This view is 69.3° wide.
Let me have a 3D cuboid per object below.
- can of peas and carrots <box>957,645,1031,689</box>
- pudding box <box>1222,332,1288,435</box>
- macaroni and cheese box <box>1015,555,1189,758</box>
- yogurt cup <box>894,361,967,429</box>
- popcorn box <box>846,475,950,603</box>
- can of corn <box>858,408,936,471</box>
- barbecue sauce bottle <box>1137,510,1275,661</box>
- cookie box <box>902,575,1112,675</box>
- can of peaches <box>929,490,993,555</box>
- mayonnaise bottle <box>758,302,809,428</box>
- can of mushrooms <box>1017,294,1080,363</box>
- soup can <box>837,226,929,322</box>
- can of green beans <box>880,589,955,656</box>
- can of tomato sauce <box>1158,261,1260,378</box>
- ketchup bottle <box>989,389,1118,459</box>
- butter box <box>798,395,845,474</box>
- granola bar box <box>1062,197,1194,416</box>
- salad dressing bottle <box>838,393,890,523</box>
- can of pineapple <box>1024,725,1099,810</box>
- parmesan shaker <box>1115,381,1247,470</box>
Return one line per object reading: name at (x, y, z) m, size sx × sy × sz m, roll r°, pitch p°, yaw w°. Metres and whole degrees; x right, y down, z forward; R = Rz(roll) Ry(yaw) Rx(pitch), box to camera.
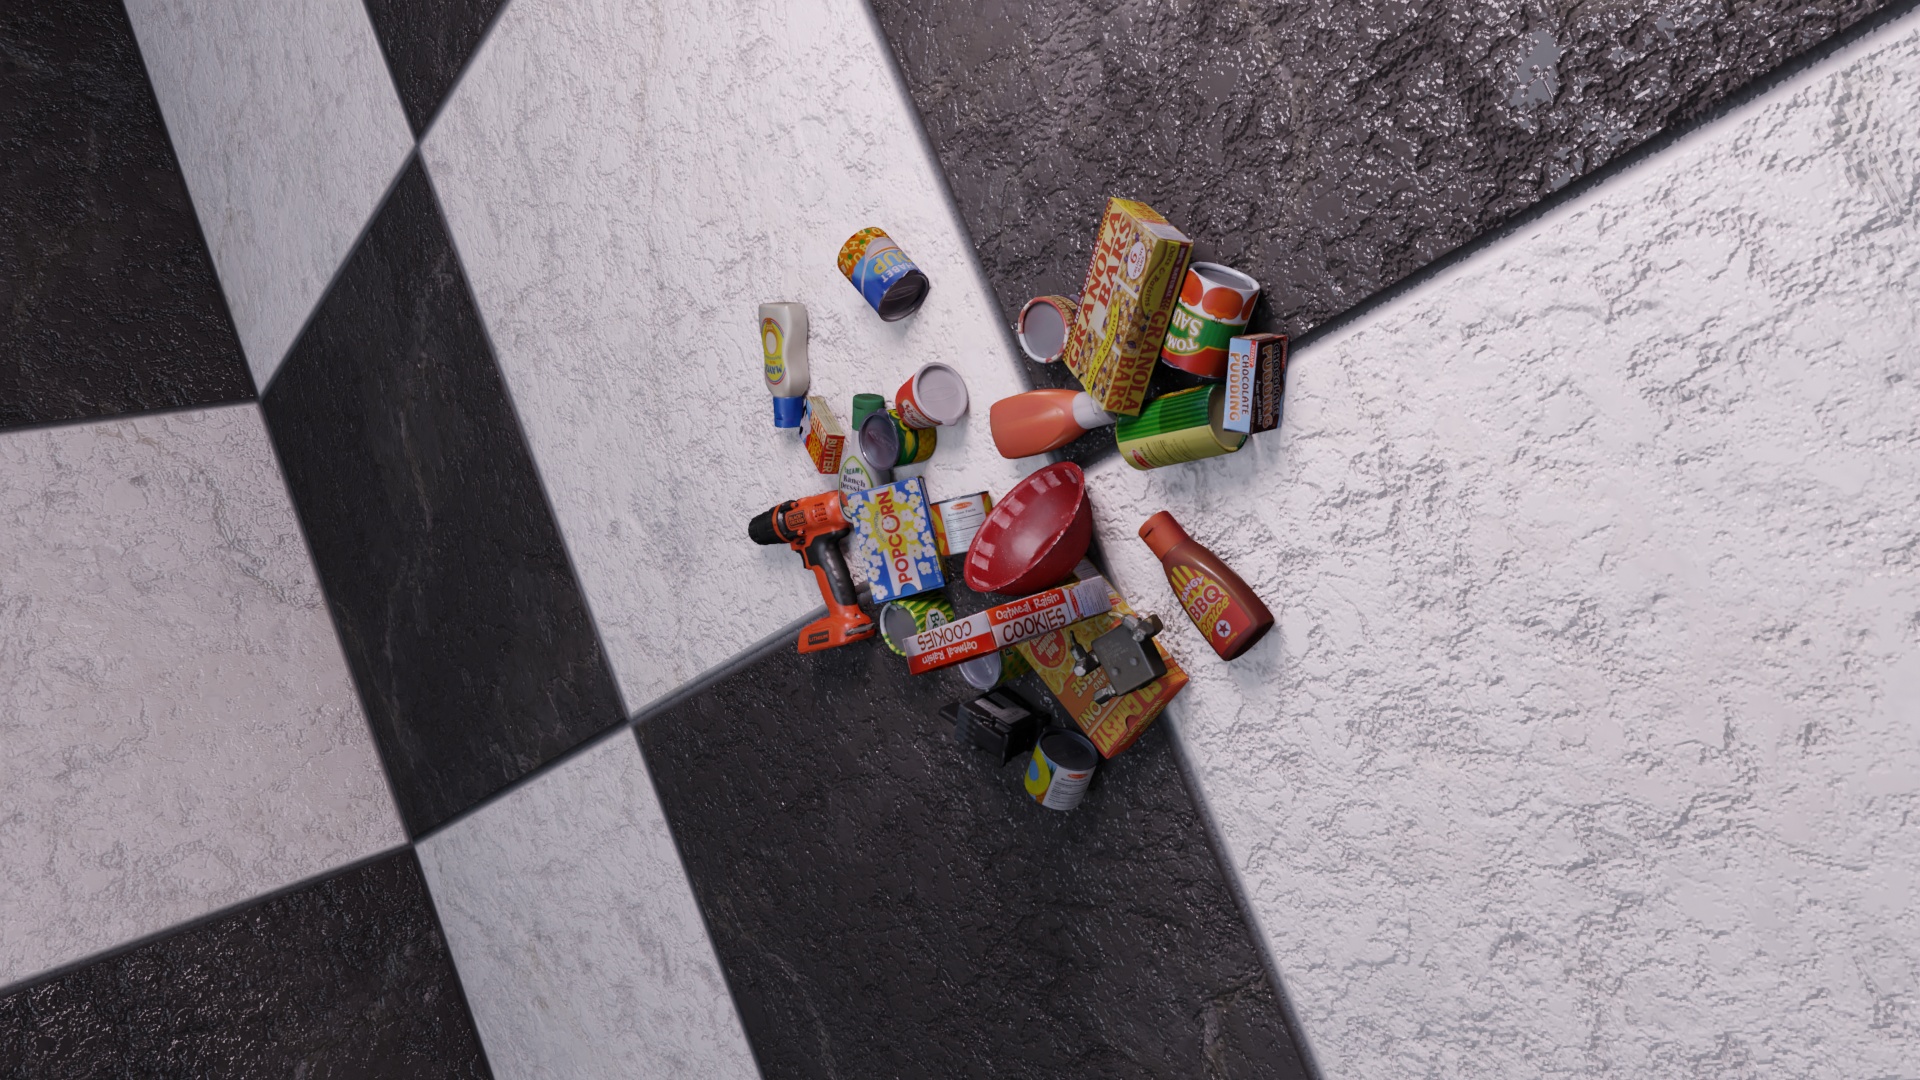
can of peas and carrots at (0.039, 0.119, 1.491) m, size 0.071 × 0.059 × 0.070 m, roll 14°, pitch 110°, yaw 42°
pudding box at (0.257, -0.137, 1.209) m, size 0.030 × 0.050 × 0.083 m, roll 18°, pitch 113°, yaw 42°
macaroni and cheese box at (0.136, 0.118, 1.405) m, size 0.167 × 0.040 × 0.123 m, roll 51°, pitch 131°, yaw 23°
yogurt cup at (-0.034, -0.152, 1.488) m, size 0.053 × 0.072 × 0.072 m, roll -22°, pitch 85°, yaw 54°
popcorn box at (-0.069, -0.002, 1.553) m, size 0.085 × 0.038 × 0.126 m, roll -15°, pitch 90°, yaw 11°
can of corn at (-0.069, -0.116, 1.536) m, size 0.071 × 0.058 × 0.071 m, roll 15°, pitch 111°, yaw 42°
barbecue sauce bottle at (0.224, 0.038, 1.294) m, size 0.149 × 0.044 × 0.064 m, roll 53°, pitch 132°, yaw 21°
cookie box at (0.046, 0.083, 1.336) m, size 0.122 × 0.168 × 0.040 m, roll -23°, pitch 83°, yaw 45°
can of peaches at (0.005, -0.019, 1.485) m, size 0.071 × 0.071 × 0.058 m, roll -10°, pitch 94°, yaw 46°
mayonnaise bottle at (-0.209, -0.210, 1.663) m, size 0.065 × 0.041 × 0.147 m, roll 10°, pitch 107°, yaw 43°
can of mushrooms at (0.091, -0.210, 1.367) m, size 0.071 × 0.033 × 0.070 m, roll 15°, pitch 111°, yaw 43°
soup can at (-0.083, -0.289, 1.496) m, size 0.084 × 0.071 × 0.071 m, roll 50°, pitch 131°, yaw 24°
can of green beans at (-0.049, 0.093, 1.572) m, size 0.071 × 0.058 × 0.071 m, roll 15°, pitch 111°, yaw 42°
can of tomato sauce at (0.217, -0.194, 1.219) m, size 0.071 × 0.071 × 0.082 m, roll 36°, pitch 124°, yaw 33°
ketchup bottle at (0.095, -0.122, 1.380) m, size 0.148 × 0.044 × 0.064 m, roll -10°, pitch 95°, yaw 46°
butter box at (-0.163, -0.124, 1.624) m, size 0.104 × 0.024 × 0.052 m, roll -123°, pitch 40°, yaw -52°
granola bar box at (0.148, -0.214, 1.263) m, size 0.125 × 0.039 × 0.164 m, roll -116°, pitch 37°, yaw -57°
salad dressing bottle at (-0.109, -0.094, 1.592) m, size 0.064 × 0.044 × 0.147 m, roll 18°, pitch 113°, yaw 35°
can of pineapple at (0.105, 0.238, 1.453) m, size 0.071 × 0.071 × 0.057 m, roll 38°, pitch 126°, yaw 32°
parmesan shaker at (0.203, -0.103, 1.264) m, size 0.103 × 0.071 × 0.071 m, roll -10°, pitch 94°, yaw 45°
